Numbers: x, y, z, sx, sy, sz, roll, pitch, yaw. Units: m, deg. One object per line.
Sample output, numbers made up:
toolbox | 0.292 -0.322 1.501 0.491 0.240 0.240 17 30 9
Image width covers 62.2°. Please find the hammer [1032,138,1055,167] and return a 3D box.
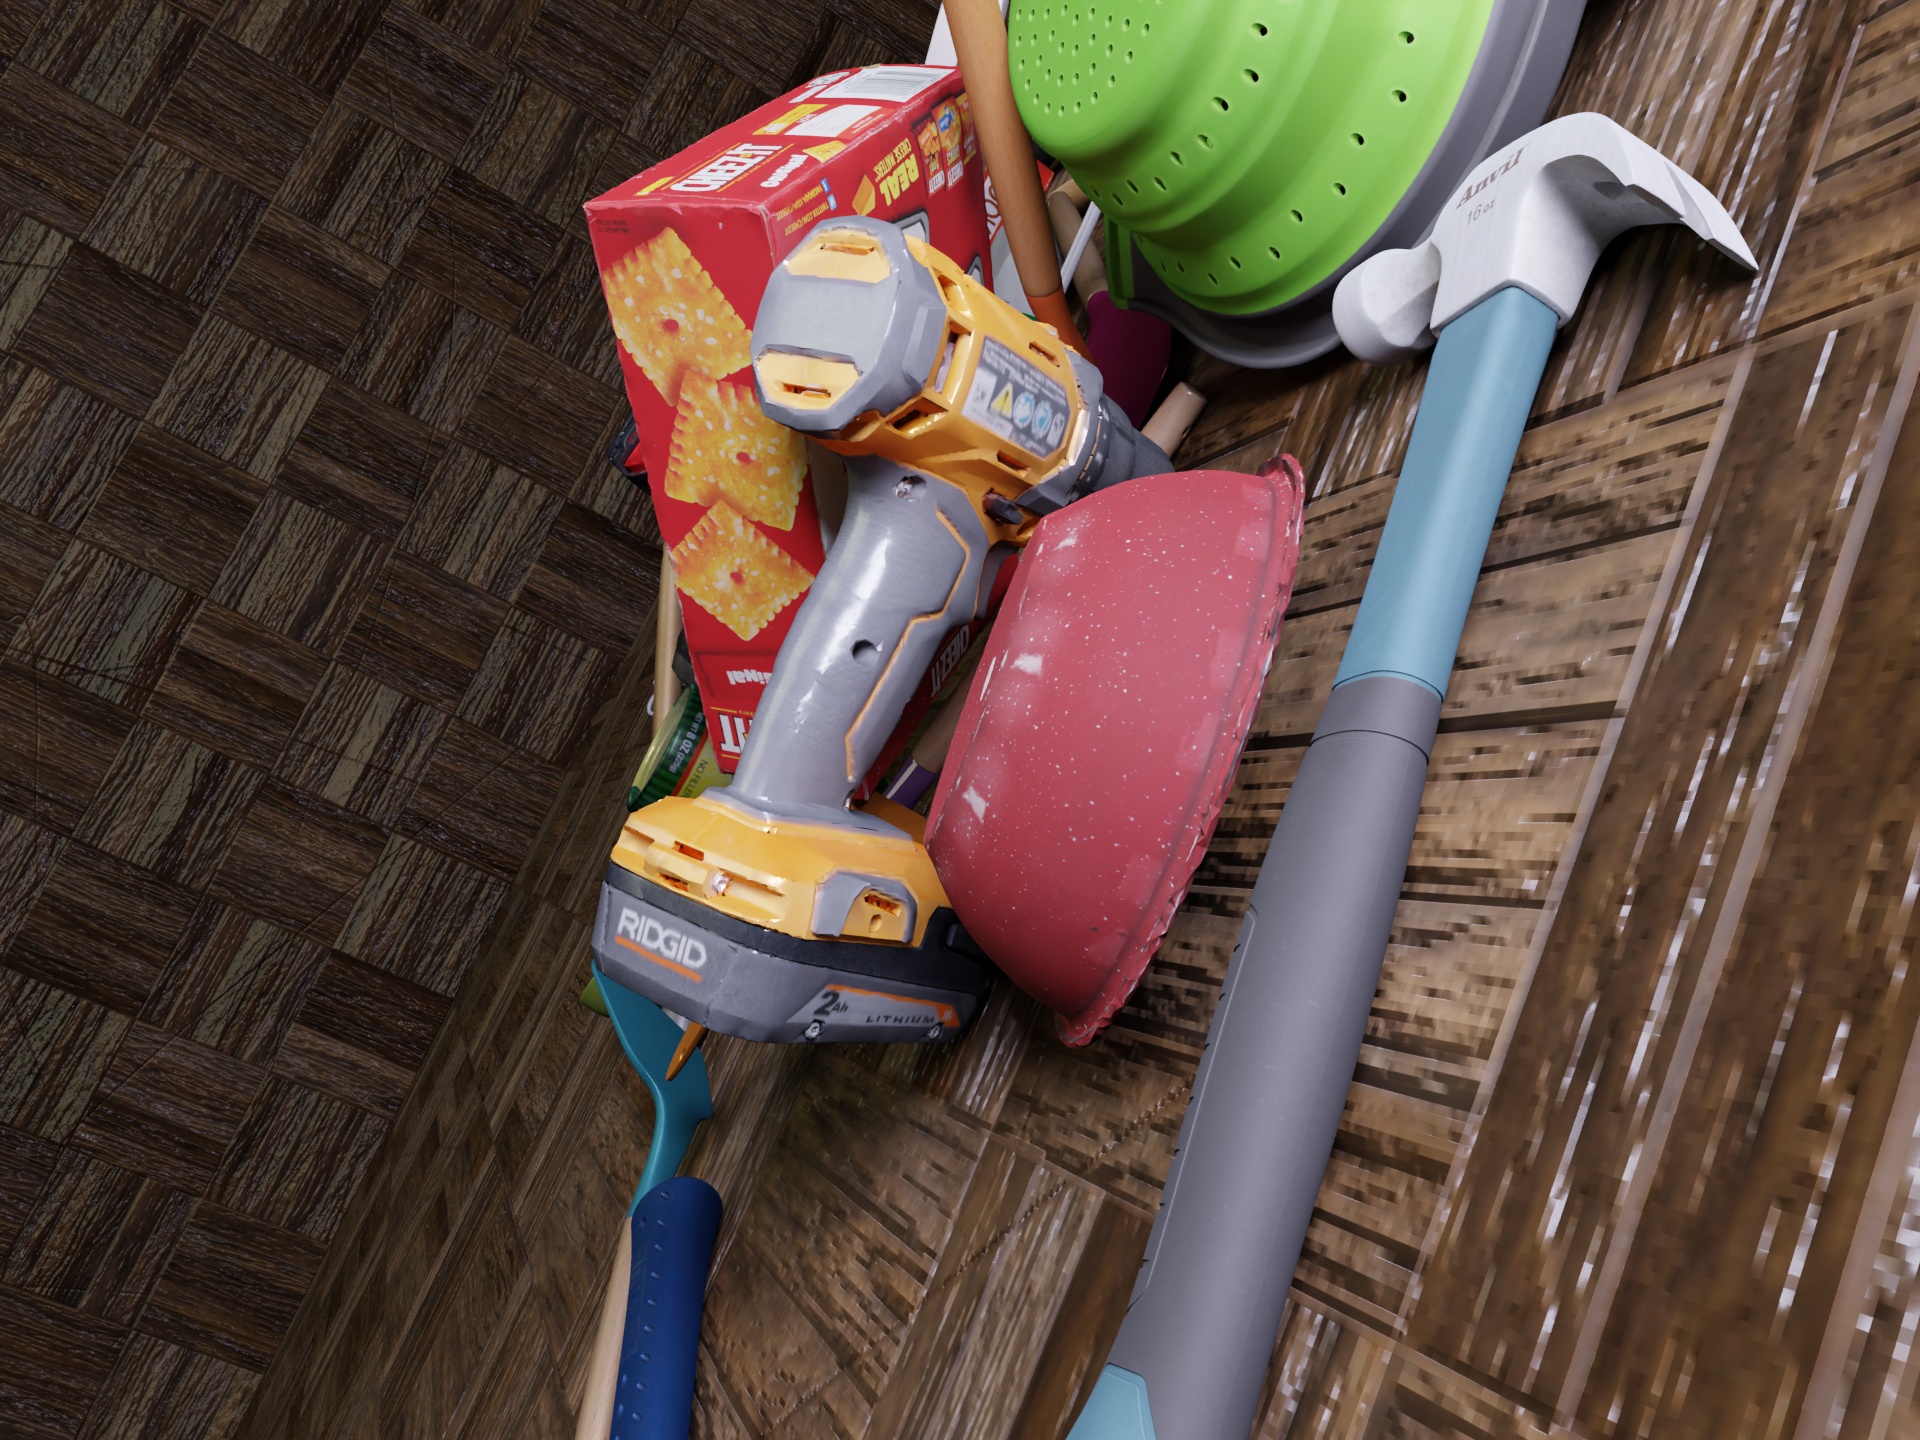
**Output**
hammer | 0.067 -0.398 1.070 0.146 0.035 0.335 -67 16 -14

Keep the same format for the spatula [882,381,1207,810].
spatula | -0.001 -0.002 0.639 0.316 0.018 0.059 -54 -18 21

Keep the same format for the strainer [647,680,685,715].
strainer | -0.134 -0.110 1.049 0.087 0.050 0.258 38 95 39

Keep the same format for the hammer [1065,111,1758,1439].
hammer | 0.086 0.008 0.337 0.128 0.033 0.331 -28 37 65

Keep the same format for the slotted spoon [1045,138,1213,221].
slotted spoon | 0.076 -0.301 0.896 0.314 0.031 0.070 -133 65 -75

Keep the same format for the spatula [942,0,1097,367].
spatula | 0.015 -0.175 0.571 0.322 0.041 0.081 68 -150 -50

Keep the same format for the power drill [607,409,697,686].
power drill | -0.140 -0.133 0.978 0.188 0.080 0.227 -54 40 8

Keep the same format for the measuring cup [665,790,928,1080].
measuring cup | -0.061 0.099 0.622 0.173 0.052 0.095 -54 17 34

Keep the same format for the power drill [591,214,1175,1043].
power drill | -0.009 -0.018 0.503 0.084 0.185 0.226 17 90 36

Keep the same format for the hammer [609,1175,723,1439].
hammer | -0.105 0.291 0.471 0.144 0.035 0.406 -57 16 18

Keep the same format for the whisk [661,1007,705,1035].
whisk | -0.132 0.083 0.887 0.055 0.055 0.239 -43 29 50

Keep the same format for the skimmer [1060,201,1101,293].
skimmer | 0.018 -0.207 0.714 0.127 0.090 0.363 -87 20 -65

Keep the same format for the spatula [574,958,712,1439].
spatula | -0.145 0.237 0.664 0.044 0.082 0.318 -23 38 23

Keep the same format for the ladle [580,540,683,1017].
ladle | -0.198 0.027 0.997 0.078 0.062 0.320 122 149 -65

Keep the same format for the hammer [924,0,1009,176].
hammer | -0.002 -0.241 0.784 0.331 0.031 0.130 100 -176 -58

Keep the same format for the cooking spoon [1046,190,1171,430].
cooking spoon | 0.065 -0.206 0.759 0.319 0.017 0.068 -97 29 -57

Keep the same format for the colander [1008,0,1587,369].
colander | 0.119 -0.224 0.409 0.397 0.094 0.204 -11 76 60
